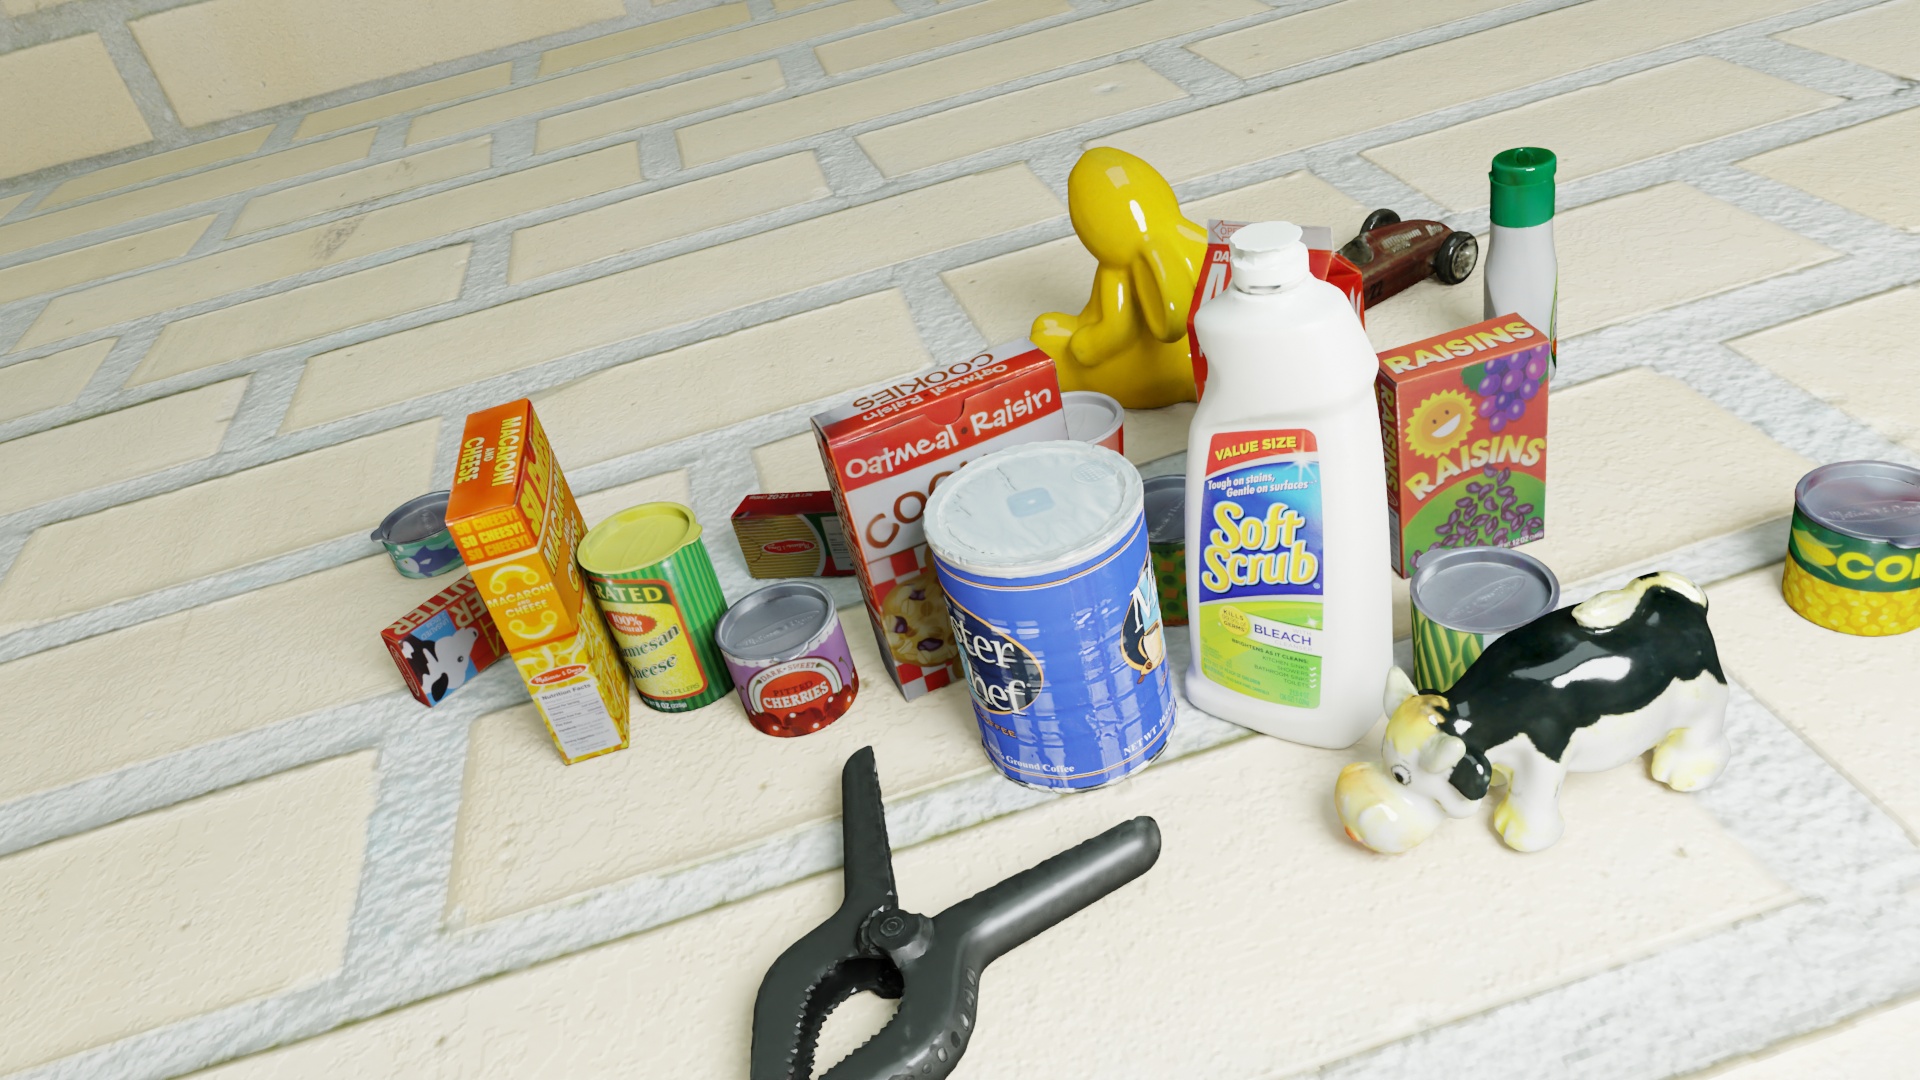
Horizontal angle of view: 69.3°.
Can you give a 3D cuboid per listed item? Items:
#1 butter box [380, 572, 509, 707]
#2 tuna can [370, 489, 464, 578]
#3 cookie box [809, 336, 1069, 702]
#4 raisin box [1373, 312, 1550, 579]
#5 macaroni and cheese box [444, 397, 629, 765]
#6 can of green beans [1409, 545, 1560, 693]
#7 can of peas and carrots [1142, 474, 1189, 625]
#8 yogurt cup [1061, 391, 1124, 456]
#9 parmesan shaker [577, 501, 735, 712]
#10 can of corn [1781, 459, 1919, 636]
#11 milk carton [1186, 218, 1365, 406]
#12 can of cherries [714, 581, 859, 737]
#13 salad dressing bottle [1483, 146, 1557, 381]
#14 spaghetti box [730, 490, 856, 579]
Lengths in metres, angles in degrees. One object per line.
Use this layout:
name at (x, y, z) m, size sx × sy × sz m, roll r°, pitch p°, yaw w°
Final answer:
butter box at (-0.300, 0.051, 0.858) m, size 0.024 × 0.053 × 0.104 m, roll 16°, pitch 43°, yaw 37°
tuna can at (-0.376, -0.004, 0.983) m, size 0.071 × 0.032 × 0.071 m, roll -10°, pitch 34°, yaw 6°
cookie box at (0.003, -0.009, 0.733) m, size 0.123 × 0.166 × 0.040 m, roll -22°, pitch 34°, yaw -13°
raisin box at (0.264, -0.049, 0.737) m, size 0.086 × 0.122 × 0.040 m, roll -16°, pitch 33°, yaw -3°
macaroni and cheese box at (-0.229, 0.021, 0.773) m, size 0.040 × 0.165 × 0.124 m, roll -16°, pitch 33°, yaw -3°
can of green beans at (0.250, 0.045, 0.664) m, size 0.071 × 0.057 × 0.071 m, roll -10°, pitch 34°, yaw 7°
can of peas and carrots at (0.119, 0.005, 0.768) m, size 0.071 × 0.058 × 0.071 m, roll -10°, pitch 34°, yaw 7°
yogurt cup at (0.073, -0.055, 0.878) m, size 0.072 × 0.053 × 0.073 m, roll -10°, pitch 34°, yaw 7°
parmesan shaker at (-0.163, 0.039, 0.781) m, size 0.071 × 0.102 × 0.072 m, roll -10°, pitch 33°, yaw 7°
can of corn at (0.430, 0.005, 0.657) m, size 0.071 × 0.058 × 0.071 m, roll -10°, pitch 34°, yaw 7°
milk carton at (0.177, -0.086, 0.762) m, size 0.072 × 0.189 × 0.074 m, roll 11°, pitch 41°, yaw 33°
can of cherries at (-0.093, 0.066, 0.755) m, size 0.071 × 0.058 × 0.072 m, roll -10°, pitch 34°, yaw 7°
salad dressing bottle at (0.347, -0.167, 0.859) m, size 0.044 × 0.147 × 0.064 m, roll -2°, pitch 35°, yaw 17°
spaghetti box at (-0.015, -0.007, 0.843) m, size 0.250 × 0.050 × 0.029 m, roll -3°, pitch 35°, yaw 16°
